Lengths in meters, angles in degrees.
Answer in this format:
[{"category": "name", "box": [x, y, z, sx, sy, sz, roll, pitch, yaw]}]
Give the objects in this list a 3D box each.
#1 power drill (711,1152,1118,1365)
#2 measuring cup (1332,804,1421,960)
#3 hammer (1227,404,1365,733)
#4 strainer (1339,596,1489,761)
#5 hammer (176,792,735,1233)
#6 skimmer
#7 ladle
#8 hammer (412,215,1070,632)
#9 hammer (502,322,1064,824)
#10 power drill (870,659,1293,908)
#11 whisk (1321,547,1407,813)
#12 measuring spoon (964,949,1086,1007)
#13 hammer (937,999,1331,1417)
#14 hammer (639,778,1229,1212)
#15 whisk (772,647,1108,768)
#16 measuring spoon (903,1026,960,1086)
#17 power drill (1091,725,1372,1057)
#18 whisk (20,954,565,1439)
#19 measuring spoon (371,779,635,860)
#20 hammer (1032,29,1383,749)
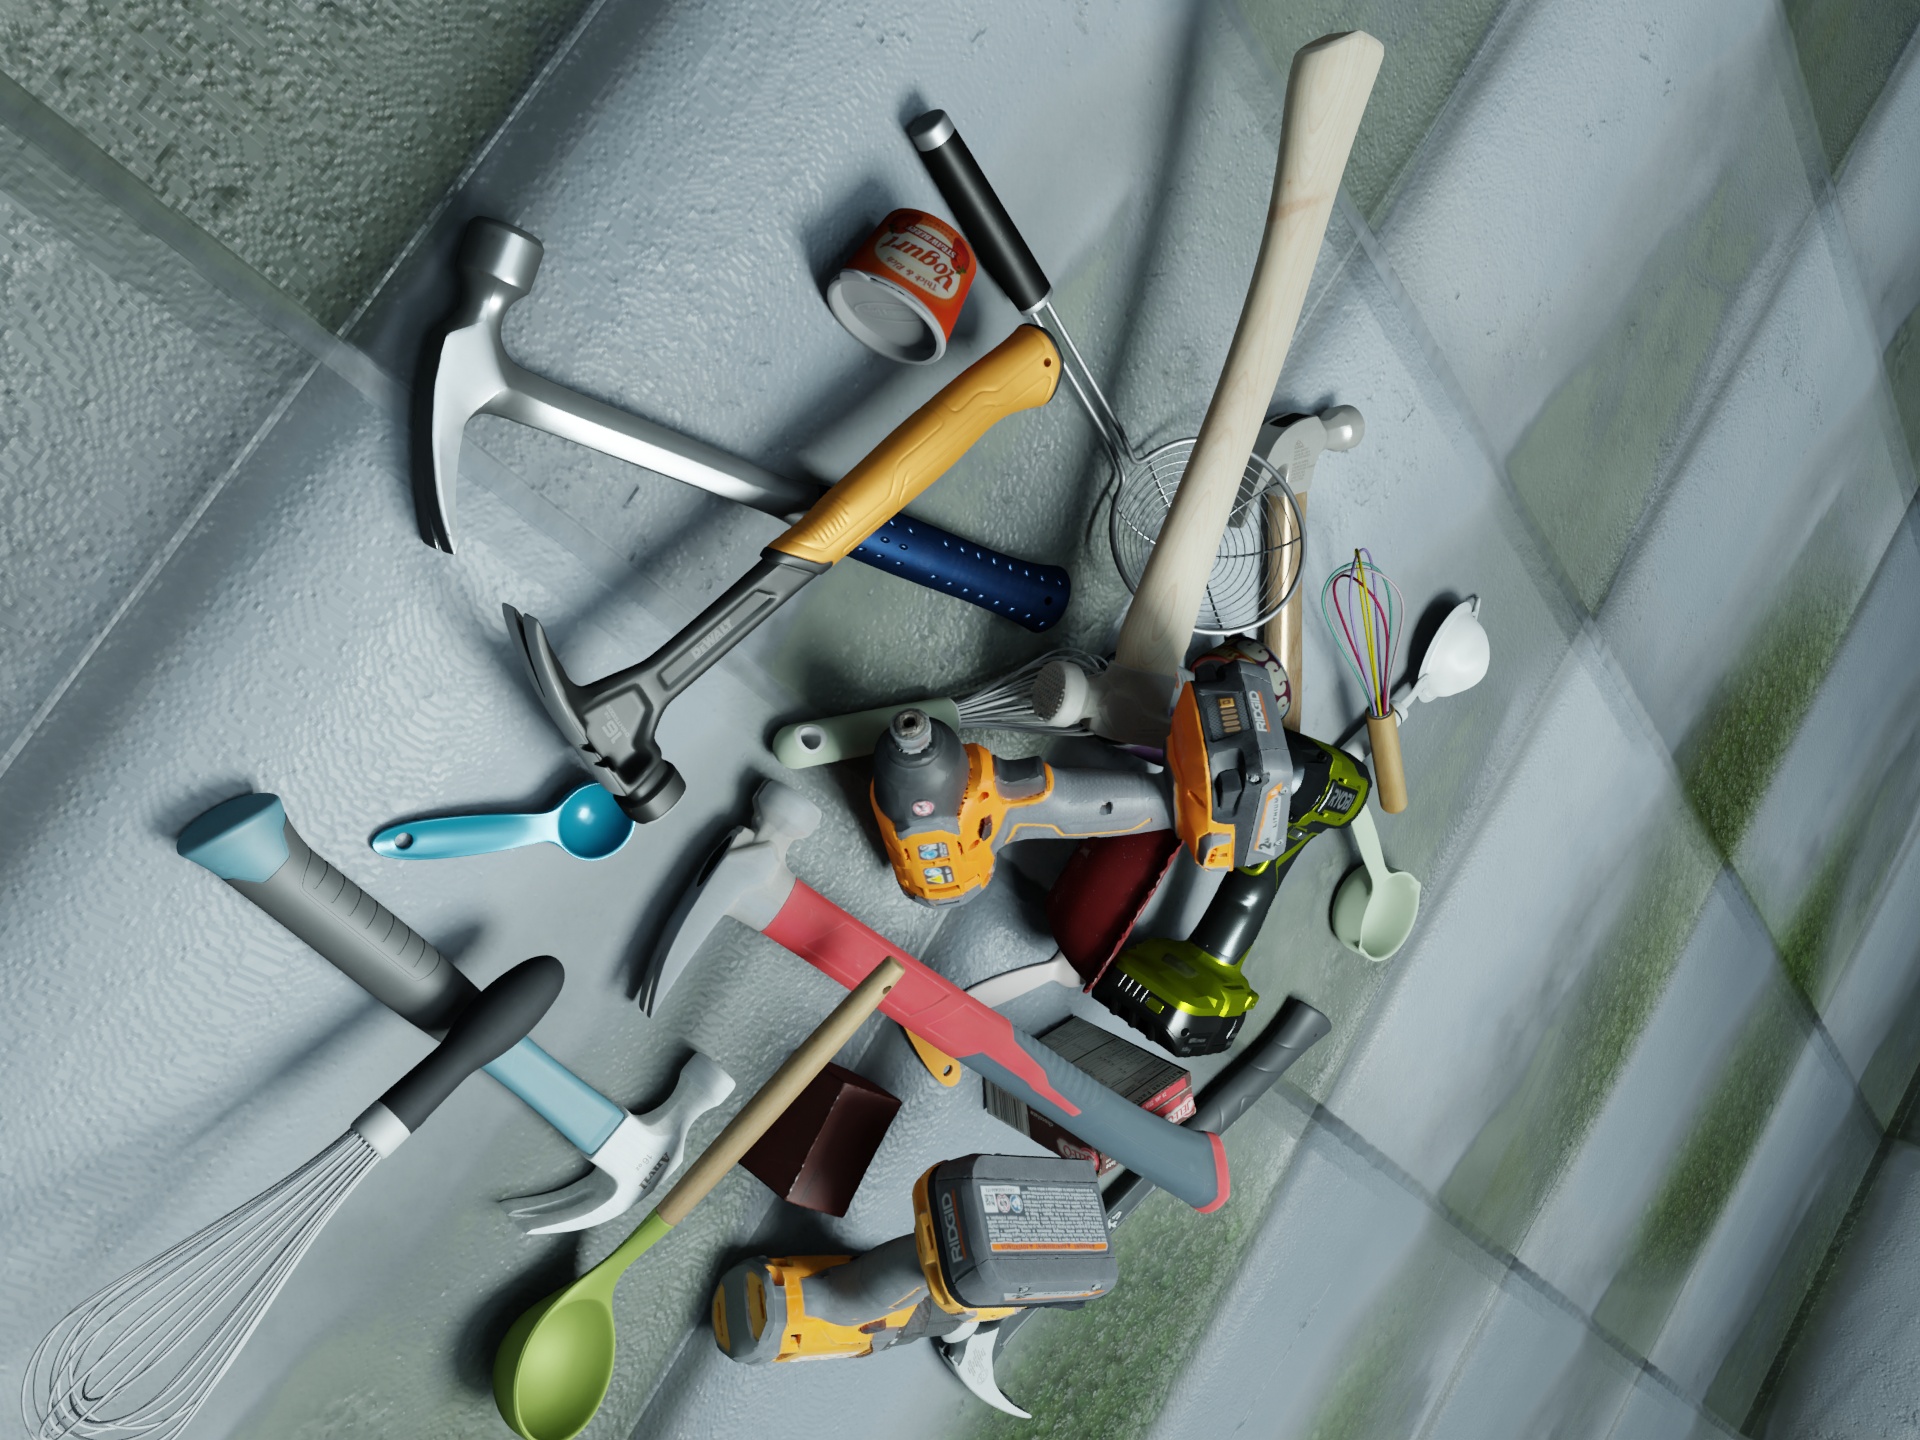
[{"category": "power drill", "box": [-0.011, 0.328, 0.944, 0.185, 0.226, 0.084, 17, 50, -42]}, {"category": "measuring cup", "box": [0.317, 0.117, 1.259, 0.083, 0.038, 0.167, -40, 125, -24]}, {"category": "hammer", "box": [0.226, -0.049, 1.124, 0.130, 0.031, 0.331, -19, 117, -36]}, {"category": "strainer", "box": [0.345, -0.009, 1.239, 0.258, 0.050, 0.086, -40, 142, -20]}, {"category": "hammer", "box": [-0.244, 0.145, 0.781, 0.128, 0.033, 0.330, -50, 131, -18]}, {"category": "skimmer", "box": [0.090, -0.193, 0.913, 0.127, 0.090, 0.362, -50, 131, -13]}, {"category": "ladle", "box": [-0.133, 0.254, 0.847, 0.320, 0.062, 0.078, -48, 146, 3]}, {"category": "hammer", "box": [-0.090, -0.108, 0.823, 0.405, 0.035, 0.144, 17, 93, -43]}, {"category": "hammer", "box": [-0.069, -0.102, 0.796, 0.337, 0.034, 0.127, -44, 130, -22]}, {"category": "power drill", "box": [0.063, 0.033, 0.879, 0.226, 0.084, 0.164, -9, 147, 3]}, {"category": "whisk", "box": [0.300, -0.021, 1.150, 0.051, 0.047, 0.244, -28, 128, -10]}, {"category": "measuring spoon", "box": [0.046, 0.175, 1.054, 0.124, 0.018, 0.034, -13, 114, -37]}, {"category": "hammer", "box": [0.144, 0.347, 1.190, 0.409, 0.036, 0.149, -37, 127, -27]}, {"category": "hammer", "box": [0.003, 0.197, 0.919, 0.386, 0.038, 0.143, 37, 79, -20]}, {"category": "whisk", "box": [-0.001, -0.003, 0.936, 0.246, 0.059, 0.058, -11, 75, -34]}, {"category": "measuring spoon", "box": [-0.026, 0.197, 1.007, 0.021, 0.011, 0.116, -45, 133, -19]}, {"category": "power drill", "box": [0.184, 0.110, 1.070, 0.171, 0.080, 0.223, 15, 105, -60]}, {"category": "whisk", "box": [-0.284, 0.206, 0.707, 0.285, 0.070, 0.070, -45, 130, -29]}, {"category": "measuring spoon", "box": [-0.224, 0.051, 0.781, 0.128, 0.021, 0.042, -4, 109, -31]}, {"category": "hammer", "box": [0.167, -0.179, 0.914, 0.146, 0.038, 0.410, 11, 103, -28]}]
